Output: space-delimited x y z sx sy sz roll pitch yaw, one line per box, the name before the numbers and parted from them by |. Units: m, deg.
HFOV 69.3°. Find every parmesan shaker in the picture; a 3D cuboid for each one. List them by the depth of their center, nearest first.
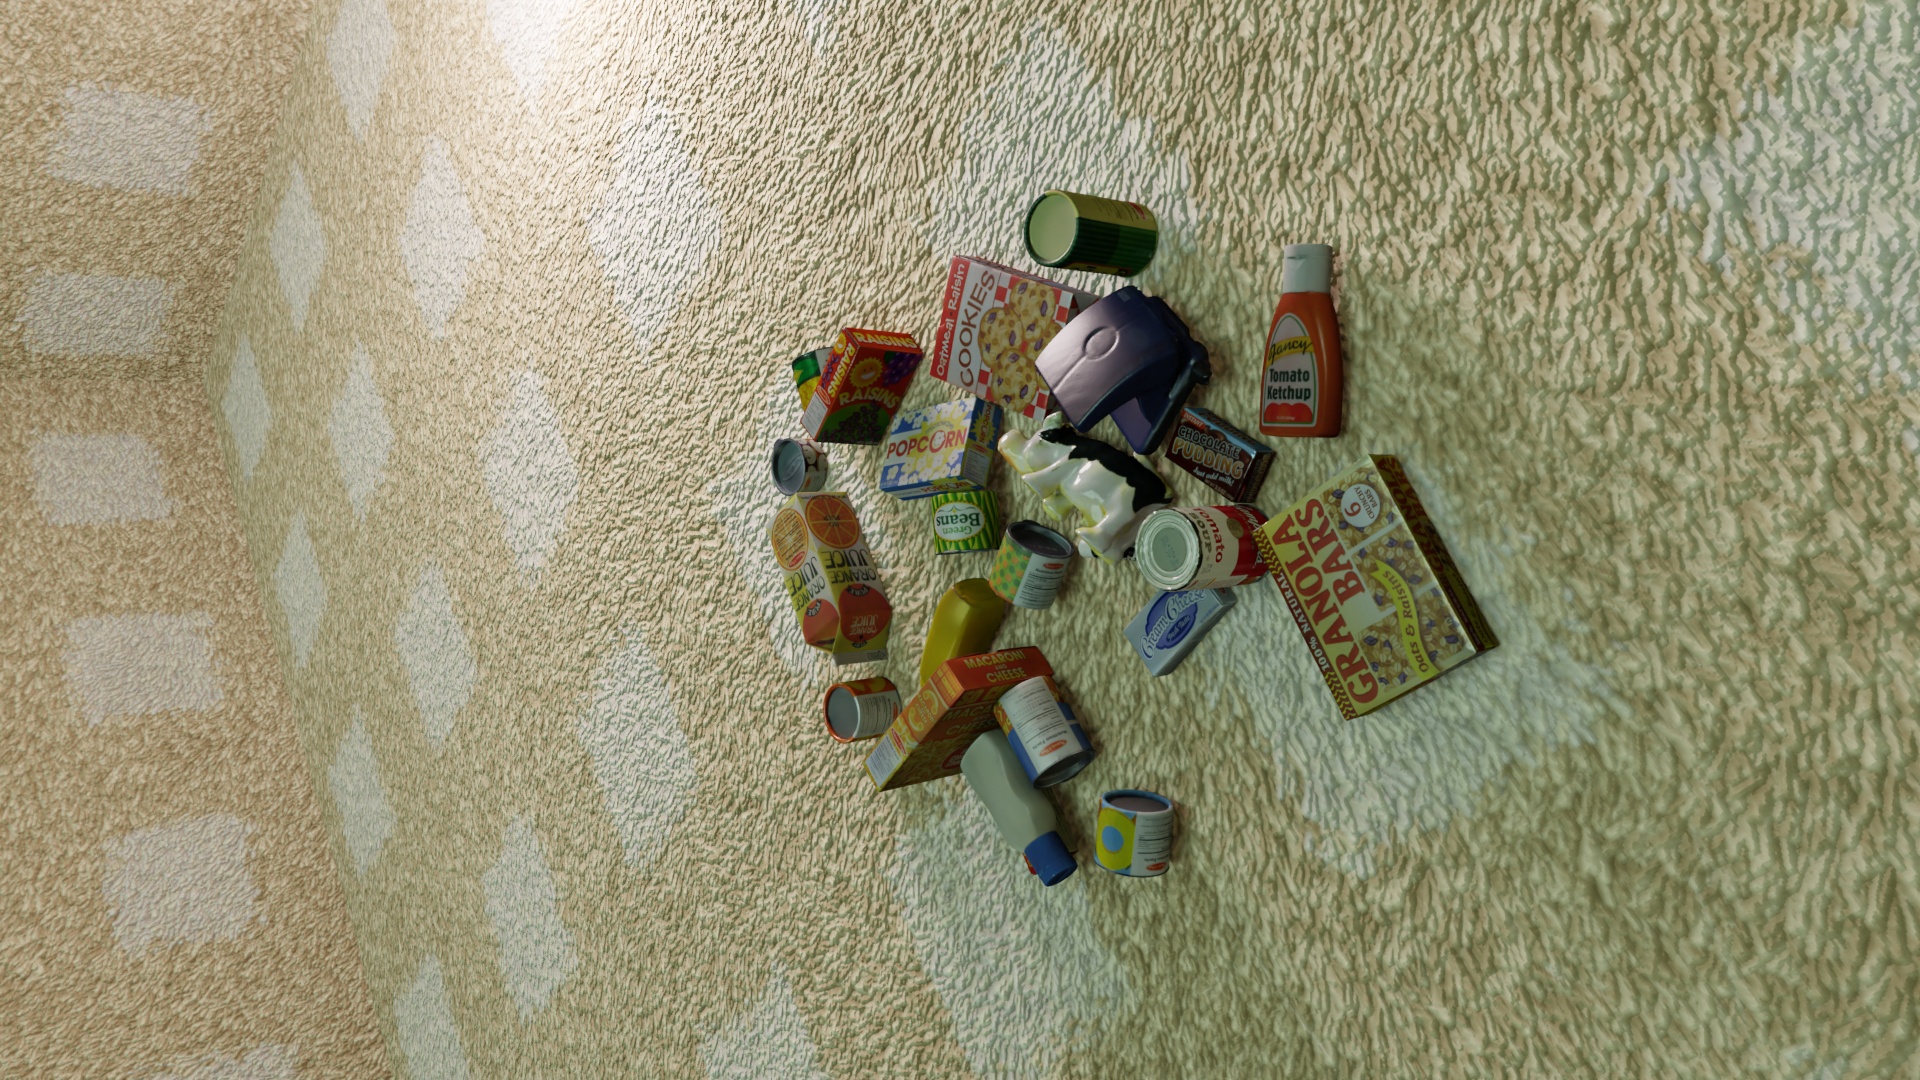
parmesan shaker | 0.110 -0.266 1.200 0.071 0.103 0.071 4 96 47

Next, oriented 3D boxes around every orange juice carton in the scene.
orange juice carton | -0.139 0.047 1.511 0.072 0.072 0.193 -40 63 41

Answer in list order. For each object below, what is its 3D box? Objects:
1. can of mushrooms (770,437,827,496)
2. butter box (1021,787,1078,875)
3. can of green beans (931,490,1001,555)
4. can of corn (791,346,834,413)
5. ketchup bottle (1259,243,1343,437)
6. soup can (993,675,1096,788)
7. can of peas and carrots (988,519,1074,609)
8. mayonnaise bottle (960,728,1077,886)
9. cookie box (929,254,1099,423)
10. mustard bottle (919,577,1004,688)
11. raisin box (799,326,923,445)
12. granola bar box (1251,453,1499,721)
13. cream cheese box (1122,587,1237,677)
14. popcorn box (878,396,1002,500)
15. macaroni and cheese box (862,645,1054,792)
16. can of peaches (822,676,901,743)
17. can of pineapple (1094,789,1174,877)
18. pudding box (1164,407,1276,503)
can of mushrooms | -0.185 -0.086 1.581 0.071 0.033 0.071 5 97 47
butter box | 0.071 0.263 1.333 0.053 0.024 0.104 -42 63 39
can of green beans | 0.006 -0.017 1.356 0.071 0.071 0.058 -7 87 47
can of corn | -0.146 -0.170 1.511 0.071 0.071 0.058 -28 73 45
ketchup bottle | 0.268 -0.154 1.082 0.064 0.043 0.148 7 97 47
soup can | 0.078 0.179 1.292 0.071 0.071 0.084 -51 56 36
can of peas and carrots | 0.065 0.022 1.296 0.071 0.071 0.058 40 121 38
mayonnaise bottle | 0.056 0.251 1.299 0.148 0.041 0.064 56 136 27
cookie box | 0.046 -0.194 1.320 0.168 0.040 0.122 28 113 43
mustard bottle | -0.008 0.111 1.382 0.049 0.065 0.159 44 127 31
raisin box | -0.103 -0.160 1.450 0.040 0.086 0.122 54 129 36
granola bar box | 0.309 0.035 1.051 0.123 0.039 0.166 -40 64 40
cream cheese box | 0.187 0.066 1.195 0.103 0.024 0.053 -54 55 34
popcorn box | -0.021 -0.090 1.382 0.126 0.038 0.085 -6 65 47
macaroni and cheese box | -0.004 0.170 1.334 0.165 0.124 0.040 -53 57 34
can of peaches | -0.108 0.182 1.496 0.071 0.058 0.071 4 96 46
can of pineapple | 0.151 0.255 1.215 0.071 0.071 0.057 13 101 46
pudding box | 0.215 -0.072 1.153 0.084 0.030 0.049 40 119 38
